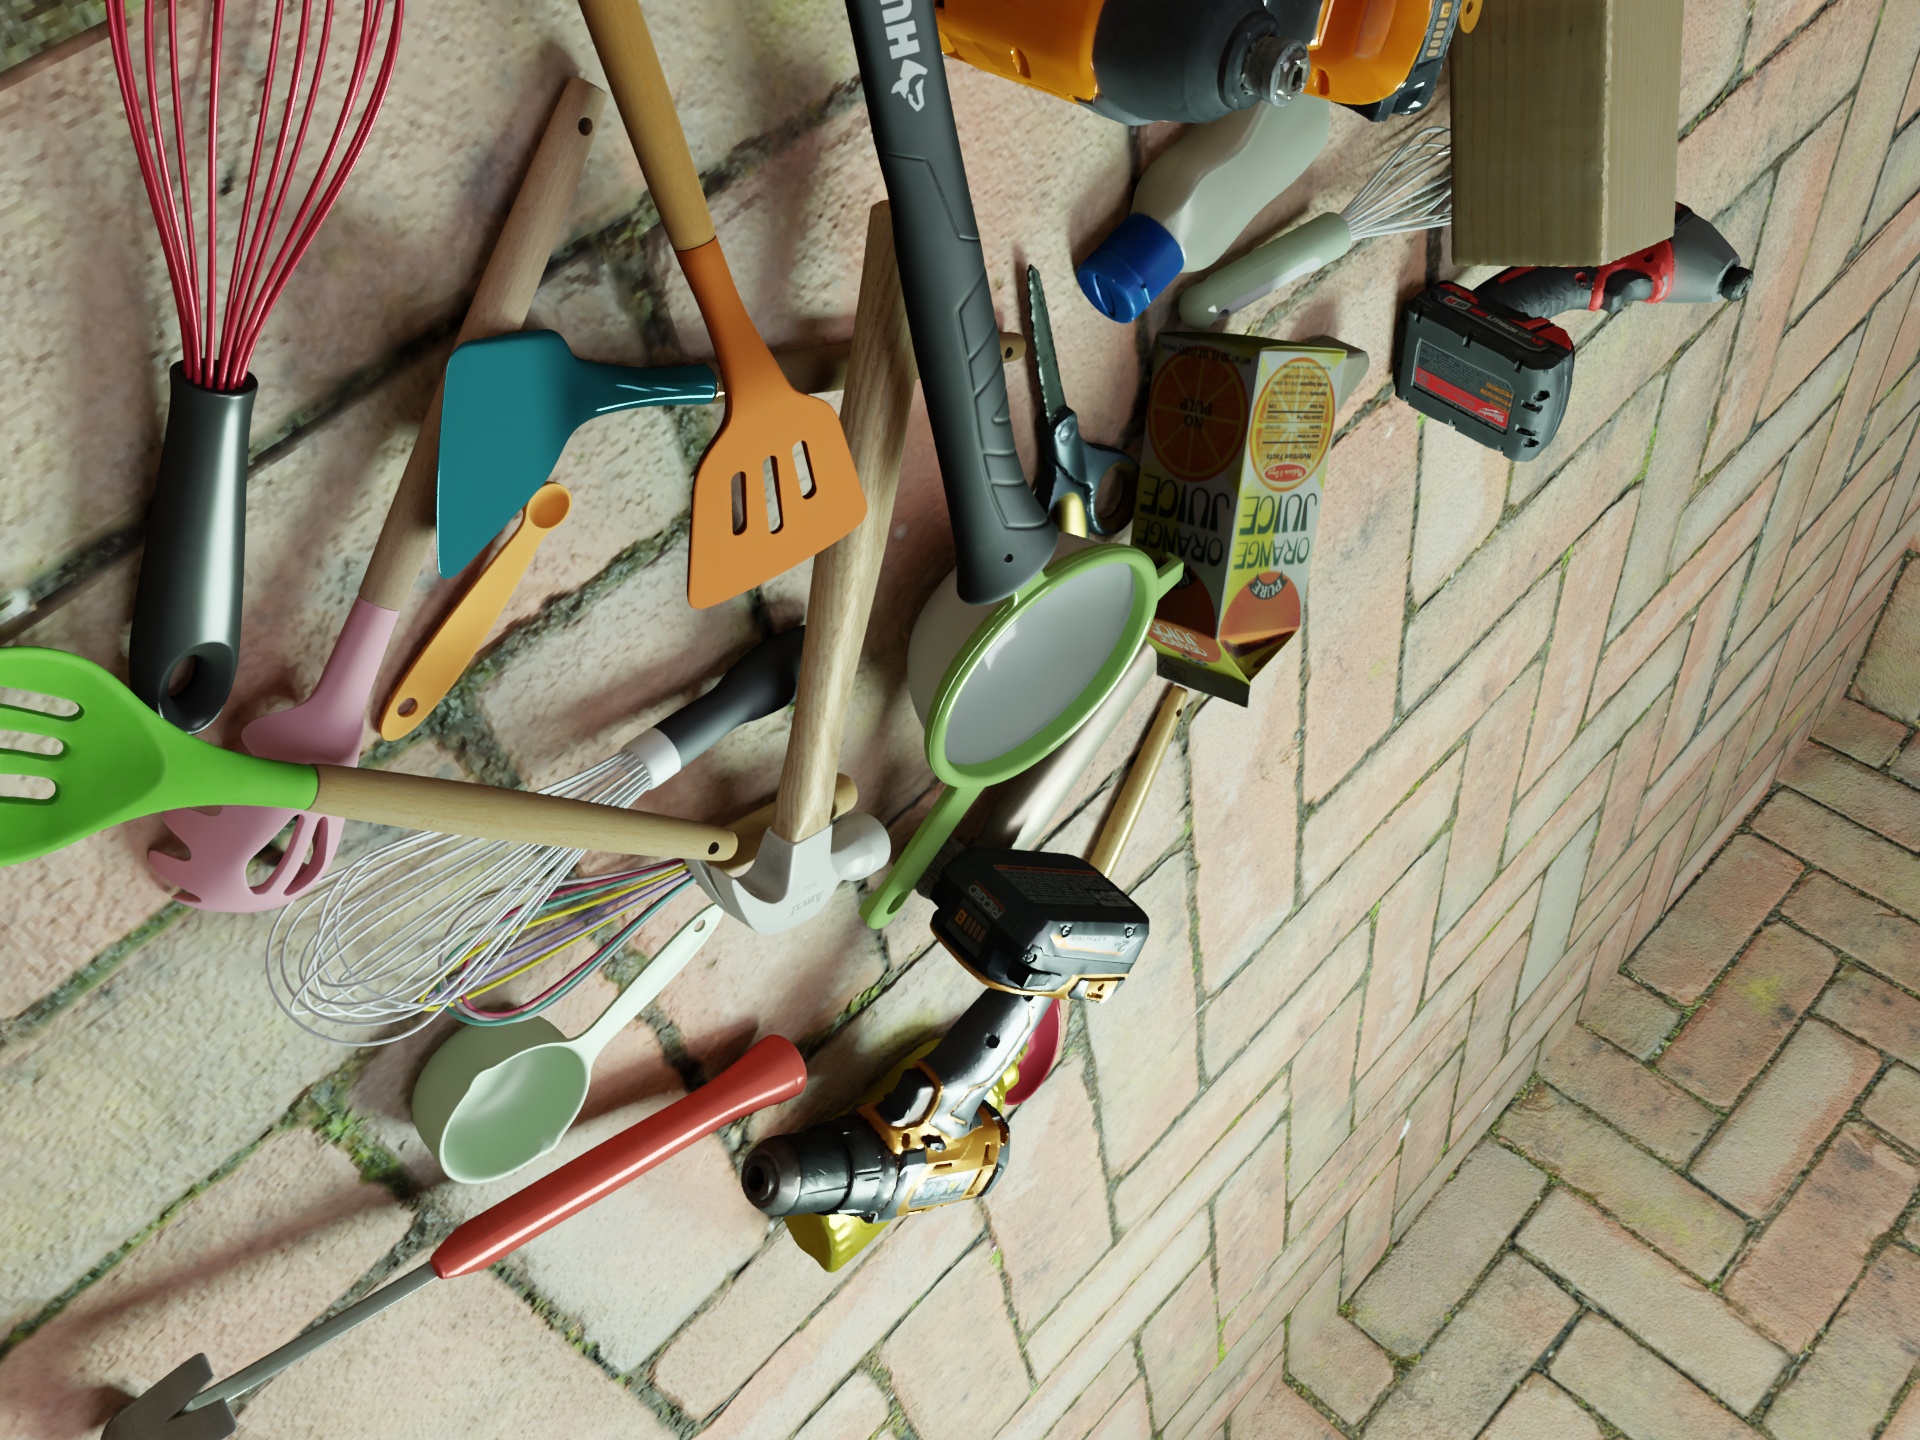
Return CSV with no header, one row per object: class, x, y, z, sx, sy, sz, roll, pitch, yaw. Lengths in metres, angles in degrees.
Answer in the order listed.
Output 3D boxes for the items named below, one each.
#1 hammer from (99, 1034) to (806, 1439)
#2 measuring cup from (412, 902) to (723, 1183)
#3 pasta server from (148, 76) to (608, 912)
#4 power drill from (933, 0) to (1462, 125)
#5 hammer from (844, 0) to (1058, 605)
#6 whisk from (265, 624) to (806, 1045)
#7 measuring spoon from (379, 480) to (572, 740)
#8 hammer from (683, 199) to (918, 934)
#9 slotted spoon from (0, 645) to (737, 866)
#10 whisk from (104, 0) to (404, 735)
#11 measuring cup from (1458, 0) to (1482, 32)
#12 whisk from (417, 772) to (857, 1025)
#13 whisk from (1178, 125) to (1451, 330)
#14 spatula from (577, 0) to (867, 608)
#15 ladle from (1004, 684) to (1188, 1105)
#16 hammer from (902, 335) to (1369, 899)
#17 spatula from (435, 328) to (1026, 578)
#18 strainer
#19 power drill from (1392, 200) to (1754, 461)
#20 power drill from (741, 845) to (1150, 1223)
hammer,-0.203,0.230,0.740,0.359,0.037,0.149,-22,168,-47
measuring cup,-0.179,0.136,0.730,0.167,0.038,0.083,-45,146,-19
pasta server,-0.192,-0.068,0.541,0.060,0.040,0.316,14,104,-56
power drill,0.106,-0.276,0.615,0.226,0.164,0.084,-26,138,-41
hammer,-0.017,-0.184,0.551,0.146,0.035,0.334,-18,127,-7
whisk,-0.154,0.032,0.658,0.284,0.070,0.070,-38,144,-34
measuring spoon,-0.183,-0.042,0.592,0.117,0.011,0.021,-54,149,4
hammer,-0.052,-0.050,0.672,0.130,0.031,0.331,-29,138,-52
slotted spoon,-0.199,0.028,0.541,0.313,0.031,0.070,13,103,-48
whisk,-0.208,-0.115,0.450,0.073,0.073,0.295,-14,135,-46
measuring cup,0.222,-0.405,0.754,0.095,0.052,0.173,-49,149,-11
whisk,-0.136,0.074,0.726,0.245,0.051,0.047,-27,132,-42
whisk,0.210,-0.268,0.868,0.246,0.059,0.058,-33,177,-25
spatula,-0.098,-0.178,0.510,0.081,0.041,0.322,-31,126,-20
ladle,0.085,0.119,1.071,0.069,0.031,0.315,6,112,-46
hammer,0.119,-0.050,0.953,0.410,0.038,0.146,-55,149,-2
spatula,-0.073,-0.128,0.623,0.317,0.044,0.082,-21,135,-44
strainer,-0.001,-0.003,0.821,0.151,0.069,0.256,-6,136,-53
power drill,0.394,-0.267,1.020,0.220,0.143,0.078,-38,147,-21
power drill,-0.012,0.182,0.878,0.185,0.084,0.226,10,115,-49
